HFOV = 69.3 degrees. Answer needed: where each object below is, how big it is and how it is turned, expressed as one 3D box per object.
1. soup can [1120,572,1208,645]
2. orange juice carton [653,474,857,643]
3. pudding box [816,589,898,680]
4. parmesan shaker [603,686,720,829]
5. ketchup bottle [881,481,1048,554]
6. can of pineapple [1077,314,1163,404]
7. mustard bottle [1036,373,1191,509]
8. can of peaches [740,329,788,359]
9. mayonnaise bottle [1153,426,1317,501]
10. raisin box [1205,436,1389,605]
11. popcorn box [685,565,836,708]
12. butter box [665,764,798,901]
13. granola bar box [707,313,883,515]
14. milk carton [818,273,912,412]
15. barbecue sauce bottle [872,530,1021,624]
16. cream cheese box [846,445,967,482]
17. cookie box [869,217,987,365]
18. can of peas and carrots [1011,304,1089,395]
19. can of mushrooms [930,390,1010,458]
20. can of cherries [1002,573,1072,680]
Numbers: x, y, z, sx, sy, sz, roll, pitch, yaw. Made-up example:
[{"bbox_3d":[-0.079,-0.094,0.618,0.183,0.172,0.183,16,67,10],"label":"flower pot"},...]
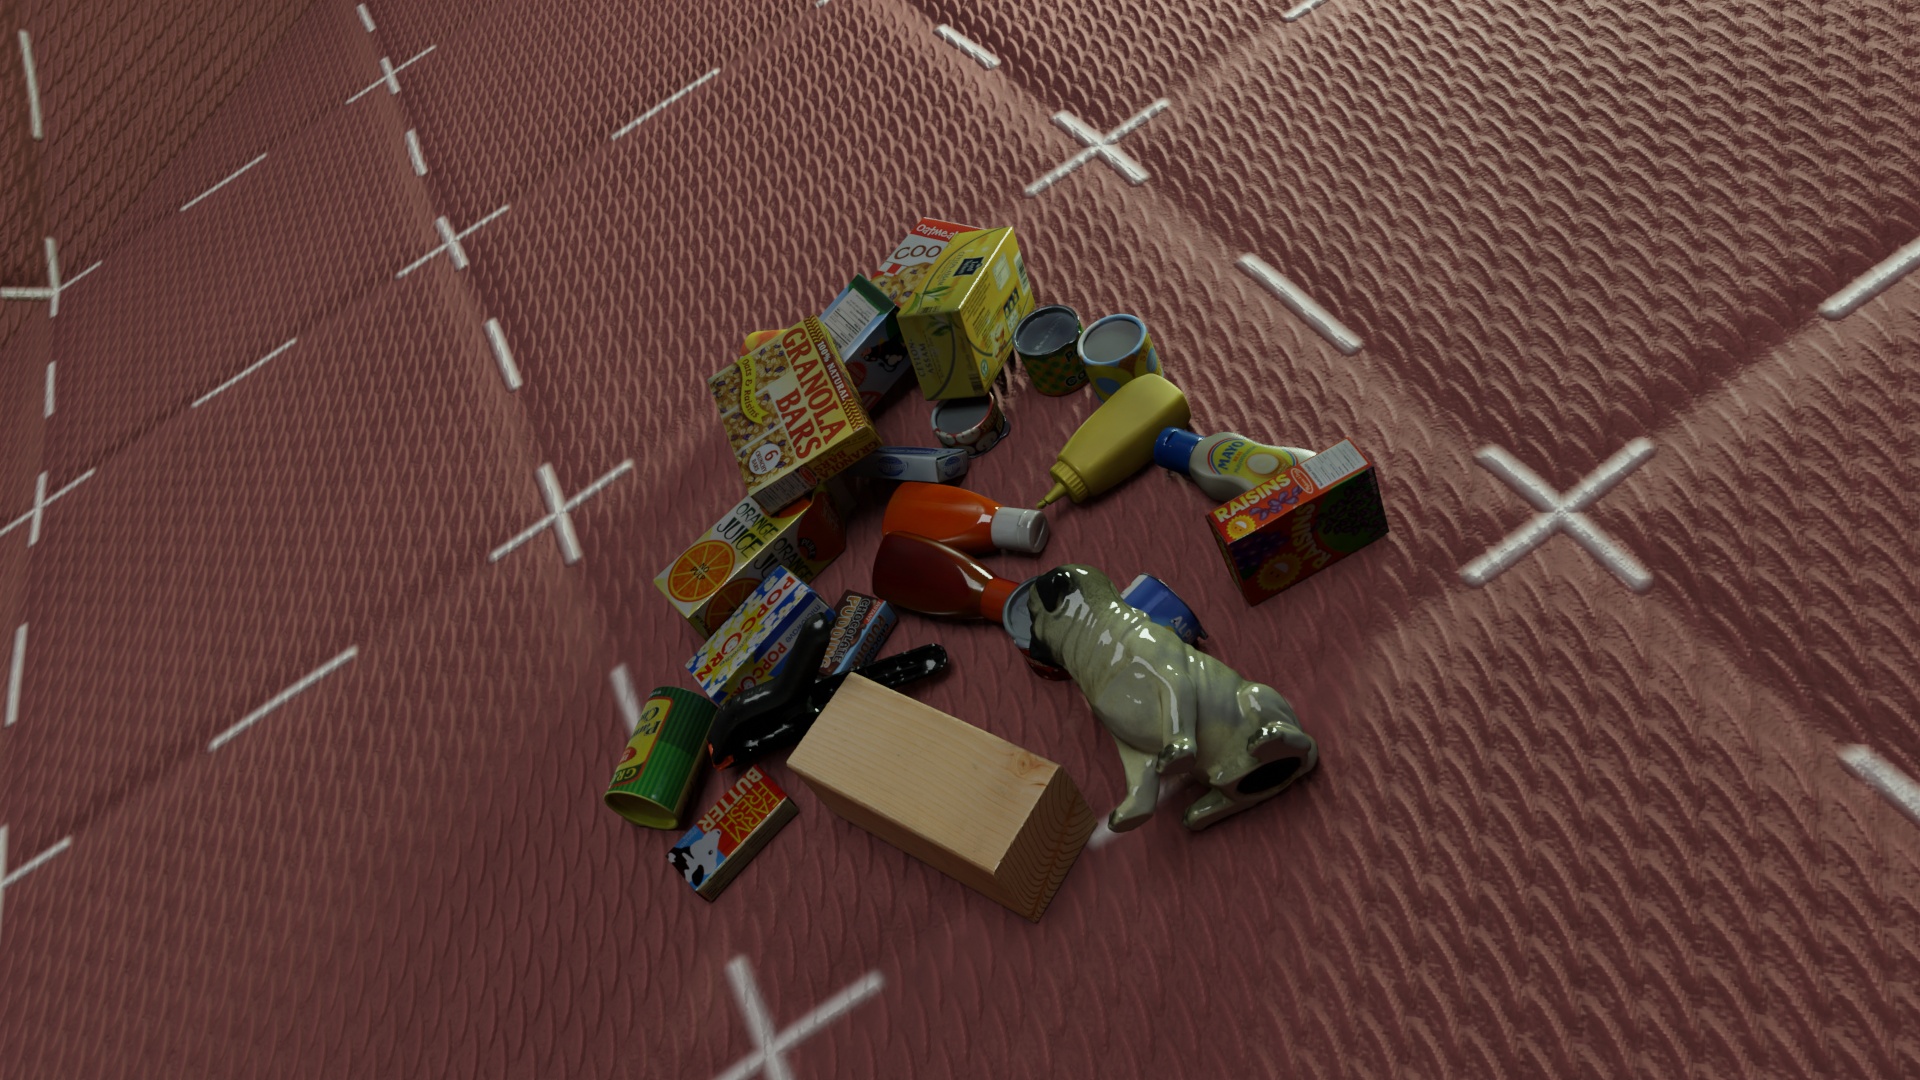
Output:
[{"bbox_3d":[0.135,0.078,1.062,0.084,0.071,0.071,-44,46,-11],"label":"soup can"},{"bbox_3d":[-0.179,0.009,1.281,0.193,0.071,0.073,-43,47,-11],"label":"orange juice carton"},{"bbox_3d":[-0.097,0.087,1.200,0.050,0.030,0.084,16,62,36],"label":"pudding box"},{"bbox_3d":[-0.251,0.184,1.176,0.071,0.071,0.103,-2,52,27],"label":"parmesan shaker"},{"bbox_3d":[0.004,-0.015,1.225,0.149,0.043,0.065,7,65,32],"label":"ketchup bottle"},{"bbox_3d":[0.147,-0.164,1.268,0.071,0.057,0.071,-14,47,16],"label":"can of pineapple"},{"bbox_3d":[0.126,-0.078,1.212,0.160,0.048,0.065,-40,44,-7],"label":"mustard bottle"},{"bbox_3d":[-0.189,-0.190,1.462,0.058,0.071,0.071,0,53,29],"label":"can of peaches"},{"bbox_3d":[0.229,-0.059,1.146,0.148,0.041,0.065,22,65,38],"label":"mayonnaise bottle"},{"bbox_3d":[0.258,-0.014,1.061,0.123,0.085,0.040,-29,47,3],"label":"raisin box"},{"bbox_3d":[-0.175,0.087,1.212,0.127,0.038,0.085,-48,30,-7],"label":"popcorn box"},{"bbox_3d":[-0.184,0.236,1.123,0.104,0.024,0.053,-46,47,-13],"label":"butter box"},{"bbox_3d":[-0.155,-0.118,1.283,0.124,0.039,0.166,-31,51,6],"label":"granola bar box"},{"bbox_3d":[-0.127,-0.161,1.372,0.190,0.072,0.073,-47,52,3],"label":"milk carton"},{"bbox_3d":[-0.004,0.038,1.178,0.148,0.044,0.064,17,99,31],"label":"barbecue sauce bottle"},{"bbox_3d":[-0.050,-0.072,1.298,0.104,0.024,0.053,5,15,31],"label":"cream cheese box"},{"bbox_3d":[-0.036,-0.263,1.462,0.123,0.040,0.168,21,66,39],"label":"cookie box"},{"bbox_3d":[0.091,-0.179,1.309,0.071,0.058,0.071,-14,48,16],"label":"can of peas and carrots"},{"bbox_3d":[0.009,-0.113,1.314,0.071,0.033,0.071,-15,46,16],"label":"can of mushrooms"},{"bbox_3d":[0.072,0.071,1.106,0.071,0.058,0.072,-14,48,16],"label":"can of cherries"}]
